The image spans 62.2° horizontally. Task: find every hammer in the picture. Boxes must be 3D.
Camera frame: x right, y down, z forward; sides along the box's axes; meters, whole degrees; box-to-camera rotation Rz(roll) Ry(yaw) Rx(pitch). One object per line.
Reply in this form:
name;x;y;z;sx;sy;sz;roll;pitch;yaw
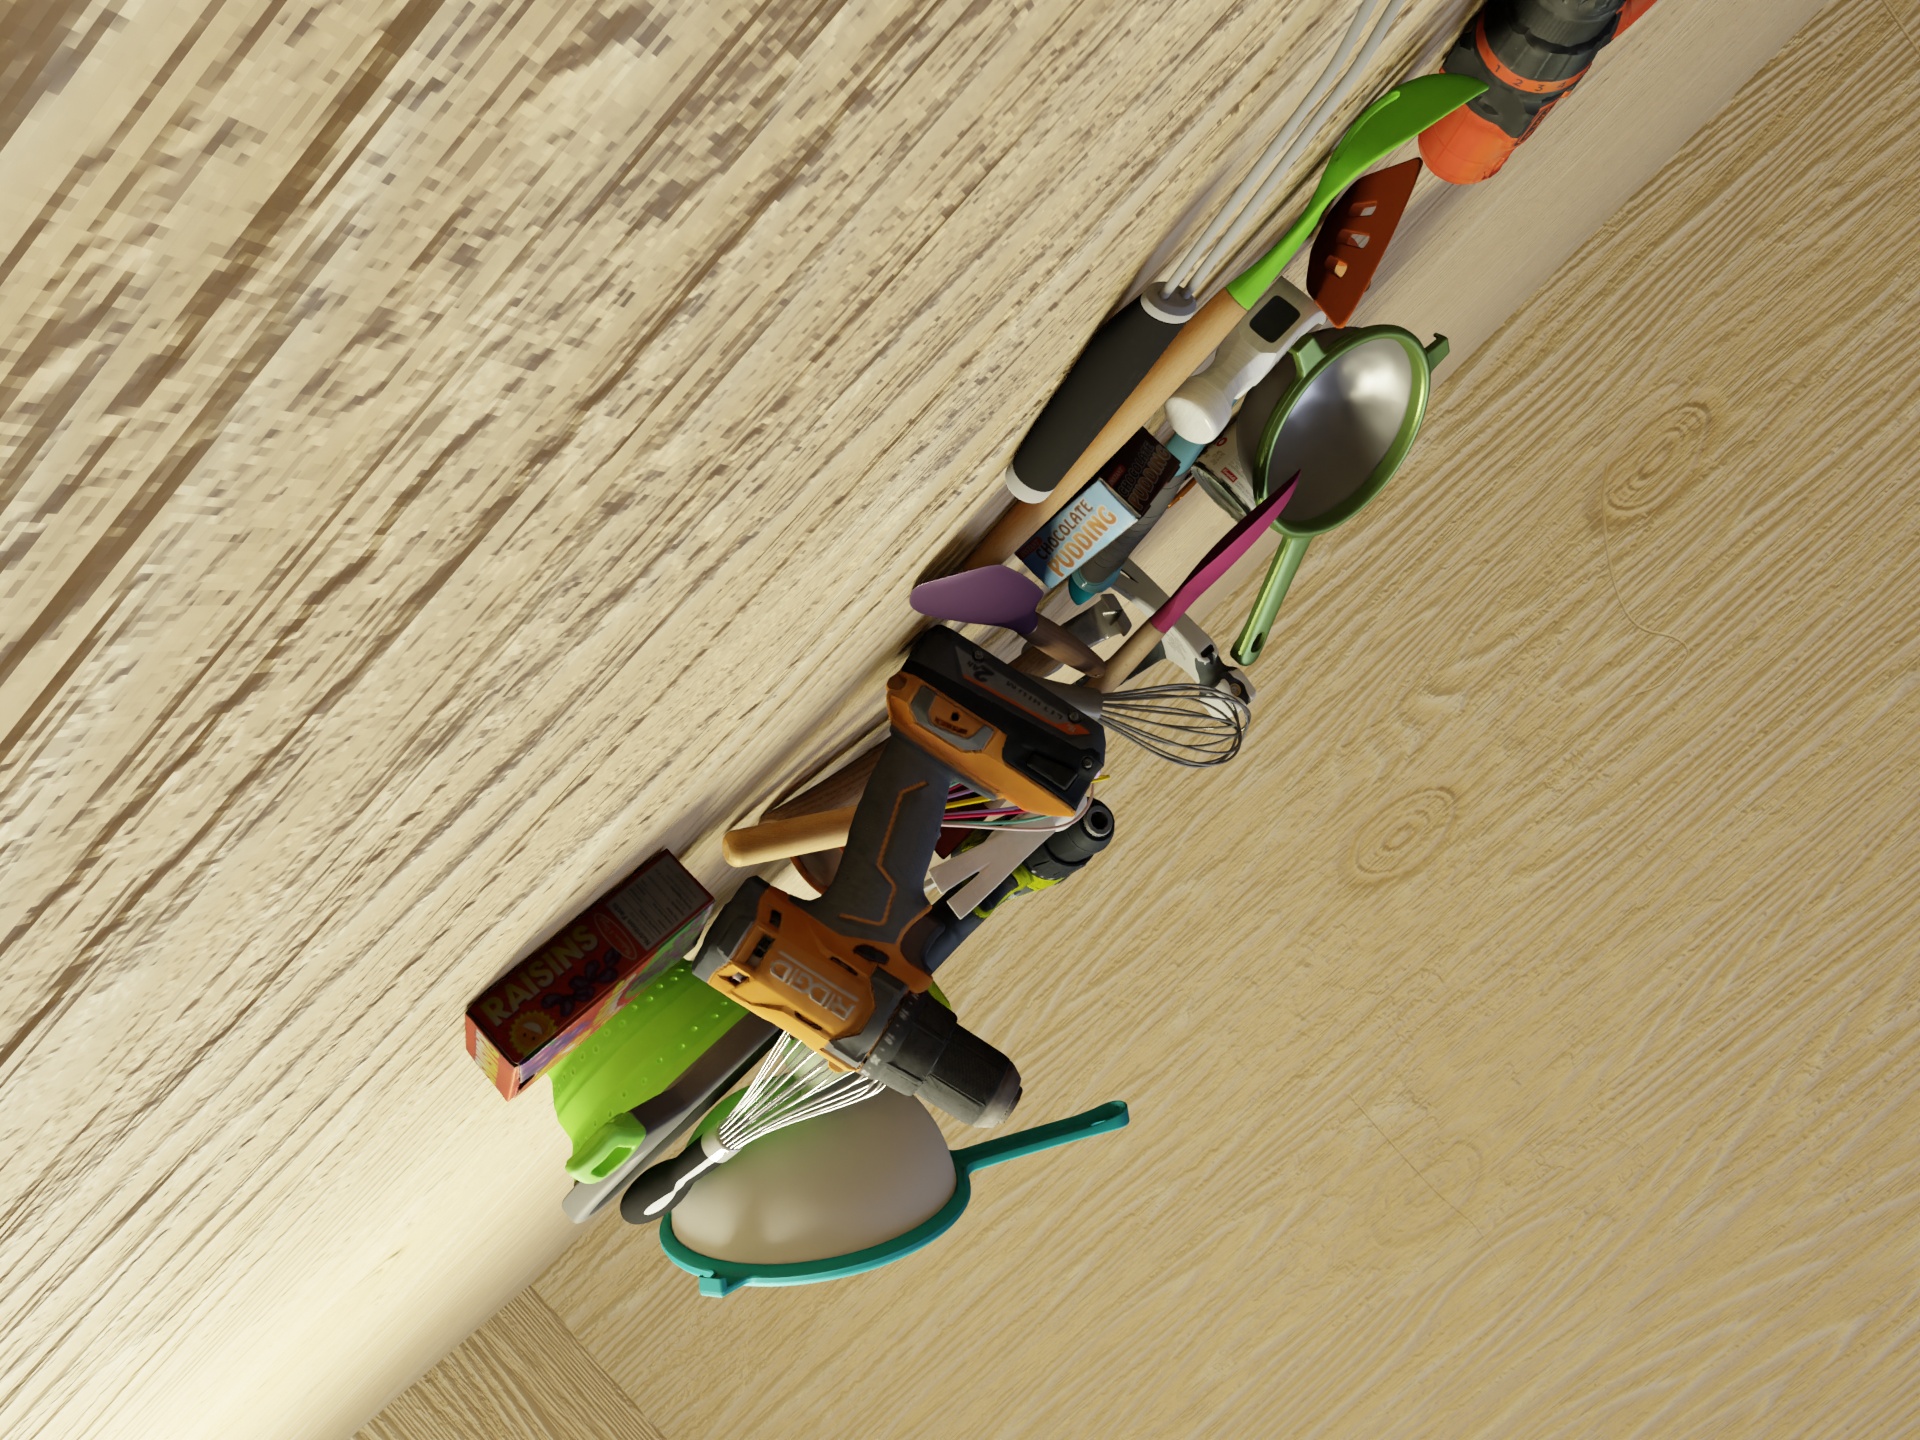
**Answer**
hammer;-0.002;-0.003;1.024;0.331;0.031;0.130;-34;-178;-41
hammer;-0.093;0.151;1.097;0.405;0.035;0.144;-31;-178;36
hammer;0.090;-0.023;1.291;0.036;0.149;0.409;-41;-178;-23
hammer;0.119;-0.145;0.913;0.128;0.033;0.331;-49;177;-19

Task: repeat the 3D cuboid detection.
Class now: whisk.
whisk;-0.124;0.240;0.959;0.284;0.070;0.070;-42;176;31
whisk;-0.019;0.051;0.924;0.245;0.047;0.051;-10;118;-26
whisk;0.079;-0.008;0.979;0.238;0.055;0.055;9;143;-26

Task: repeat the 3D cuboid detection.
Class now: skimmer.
skimmer;0.110;-0.160;0.538;0.127;0.090;0.363;-2;153;-29

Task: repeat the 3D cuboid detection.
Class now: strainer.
strainer;0.219;-0.158;1.074;0.151;0.069;0.256;-10;132;-37
strainer;-0.043;0.278;1.092;0.340;0.095;0.211;-11;-172;-19

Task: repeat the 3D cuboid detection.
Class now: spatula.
spatula;0.218;-0.248;0.865;0.081;0.041;0.322;-66;169;16
spatula;0.040;-0.050;0.878;0.060;0.018;0.315;-14;170;16

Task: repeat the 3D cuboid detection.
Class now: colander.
colander;-0.196;0.203;0.938;0.204;0.094;0.397;-44;174;-6

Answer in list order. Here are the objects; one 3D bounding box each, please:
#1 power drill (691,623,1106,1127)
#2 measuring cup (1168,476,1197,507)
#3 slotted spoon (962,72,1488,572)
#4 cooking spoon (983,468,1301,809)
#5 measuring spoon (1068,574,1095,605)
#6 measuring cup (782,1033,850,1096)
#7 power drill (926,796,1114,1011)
power drill;-0.008;0.087;0.844;0.226;0.185;0.084;-57;180;-6
measuring cup;0.215;-0.184;1.209;0.174;0.052;0.095;-41;174;-41
slotted spoon;0.106;-0.172;0.721;0.313;0.031;0.070;-45;-176;24
cooking spoon;0.113;-0.045;1.038;0.318;0.017;0.069;-48;-178;29
measuring spoon;0.113;-0.132;1.105;0.129;0.021;0.042;-51;-169;-21
measuring cup;-0.096;0.210;1.079;0.083;0.038;0.167;-37;-174;-19
power drill;0.006;0.142;1.160;0.228;0.080;0.190;-43;-174;-29
